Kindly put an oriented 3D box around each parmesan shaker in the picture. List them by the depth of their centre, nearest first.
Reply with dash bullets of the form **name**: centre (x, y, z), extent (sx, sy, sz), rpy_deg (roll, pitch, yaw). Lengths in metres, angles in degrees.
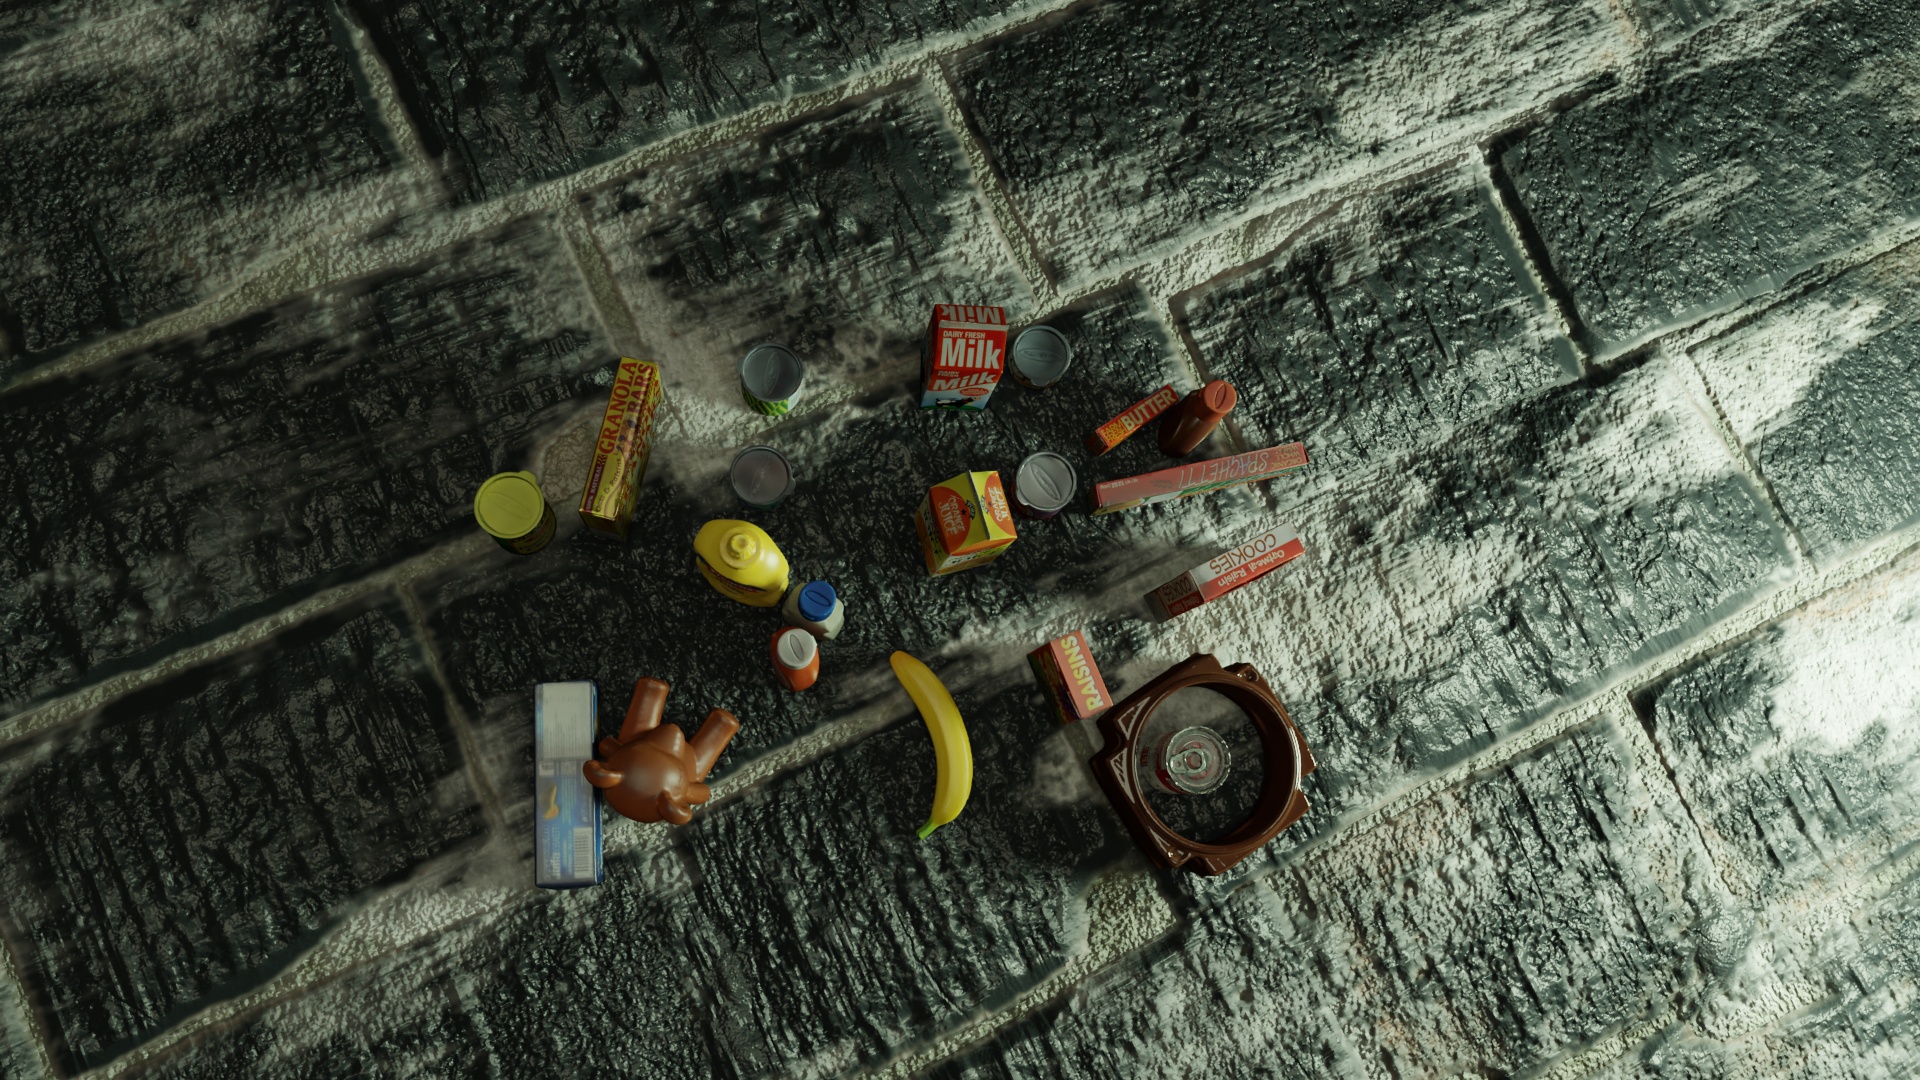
- **parmesan shaker**: centre (-0.445, -0.027, 1.401), extent (0.071, 0.103, 0.071), rpy_deg (2, 79, -8)

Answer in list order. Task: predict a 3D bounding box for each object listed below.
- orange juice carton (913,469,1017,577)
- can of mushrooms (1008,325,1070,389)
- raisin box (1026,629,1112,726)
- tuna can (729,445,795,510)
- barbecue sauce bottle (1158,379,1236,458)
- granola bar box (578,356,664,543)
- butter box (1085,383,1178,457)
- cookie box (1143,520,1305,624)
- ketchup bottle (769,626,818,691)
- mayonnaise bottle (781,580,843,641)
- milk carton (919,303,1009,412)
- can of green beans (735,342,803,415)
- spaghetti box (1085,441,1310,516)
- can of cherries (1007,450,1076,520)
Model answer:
- **orange juice carton**: centre (0.005, -0.018, 1.421), extent (0.073, 0.192, 0.072), rpy_deg (-14, 82, -11)
- **can of mushrooms**: centre (0.087, -0.202, 1.553), extent (0.071, 0.033, 0.071), rpy_deg (2, 79, -8)
- **raisin box**: centre (0.111, 0.144, 1.440), extent (0.040, 0.123, 0.086), rpy_deg (-21, 83, -12)
- **tuna can**: centre (-0.210, -0.065, 1.480), extent (0.071, 0.032, 0.071), rpy_deg (2, 79, -8)
- **barbecue sauce bottle**: centre (0.257, -0.136, 1.506), extent (0.044, 0.148, 0.065), rpy_deg (23, 77, -4)
- **granola bar box**: centre (-0.345, -0.091, 1.418), extent (0.039, 0.124, 0.166), rpy_deg (13, 77, -6)
- **butter box**: centre (0.191, -0.133, 1.545), extent (0.104, 0.053, 0.024), rpy_deg (-33, 86, -13)
- **cookie box**: centre (0.275, 0.037, 1.464), extent (0.123, 0.167, 0.040), rpy_deg (-26, 84, -12)
- **ketchup bottle**: centre (-0.166, 0.114, 1.391), extent (0.043, 0.148, 0.065), rpy_deg (-23, 83, -12)
- **mayonnaise bottle**: centre (-0.147, 0.069, 1.403), extent (0.065, 0.147, 0.041), rpy_deg (28, 77, -2)
- **milk carton**: centre (0.001, -0.196, 1.458), extent (0.072, 0.190, 0.073), rpy_deg (2, 79, -8)
- **can of green beans**: centre (-0.203, -0.172, 1.490), extent (0.071, 0.057, 0.071), rpy_deg (2, 79, -8)
- **spaghetti box**: centre (0.264, -0.069, 1.544), extent (0.250, 0.050, 0.029), rpy_deg (-12, 81, -11)
- **can of cherries**: centre (0.085, -0.058, 1.511), extent (0.071, 0.058, 0.071), rpy_deg (2, 79, -8)
